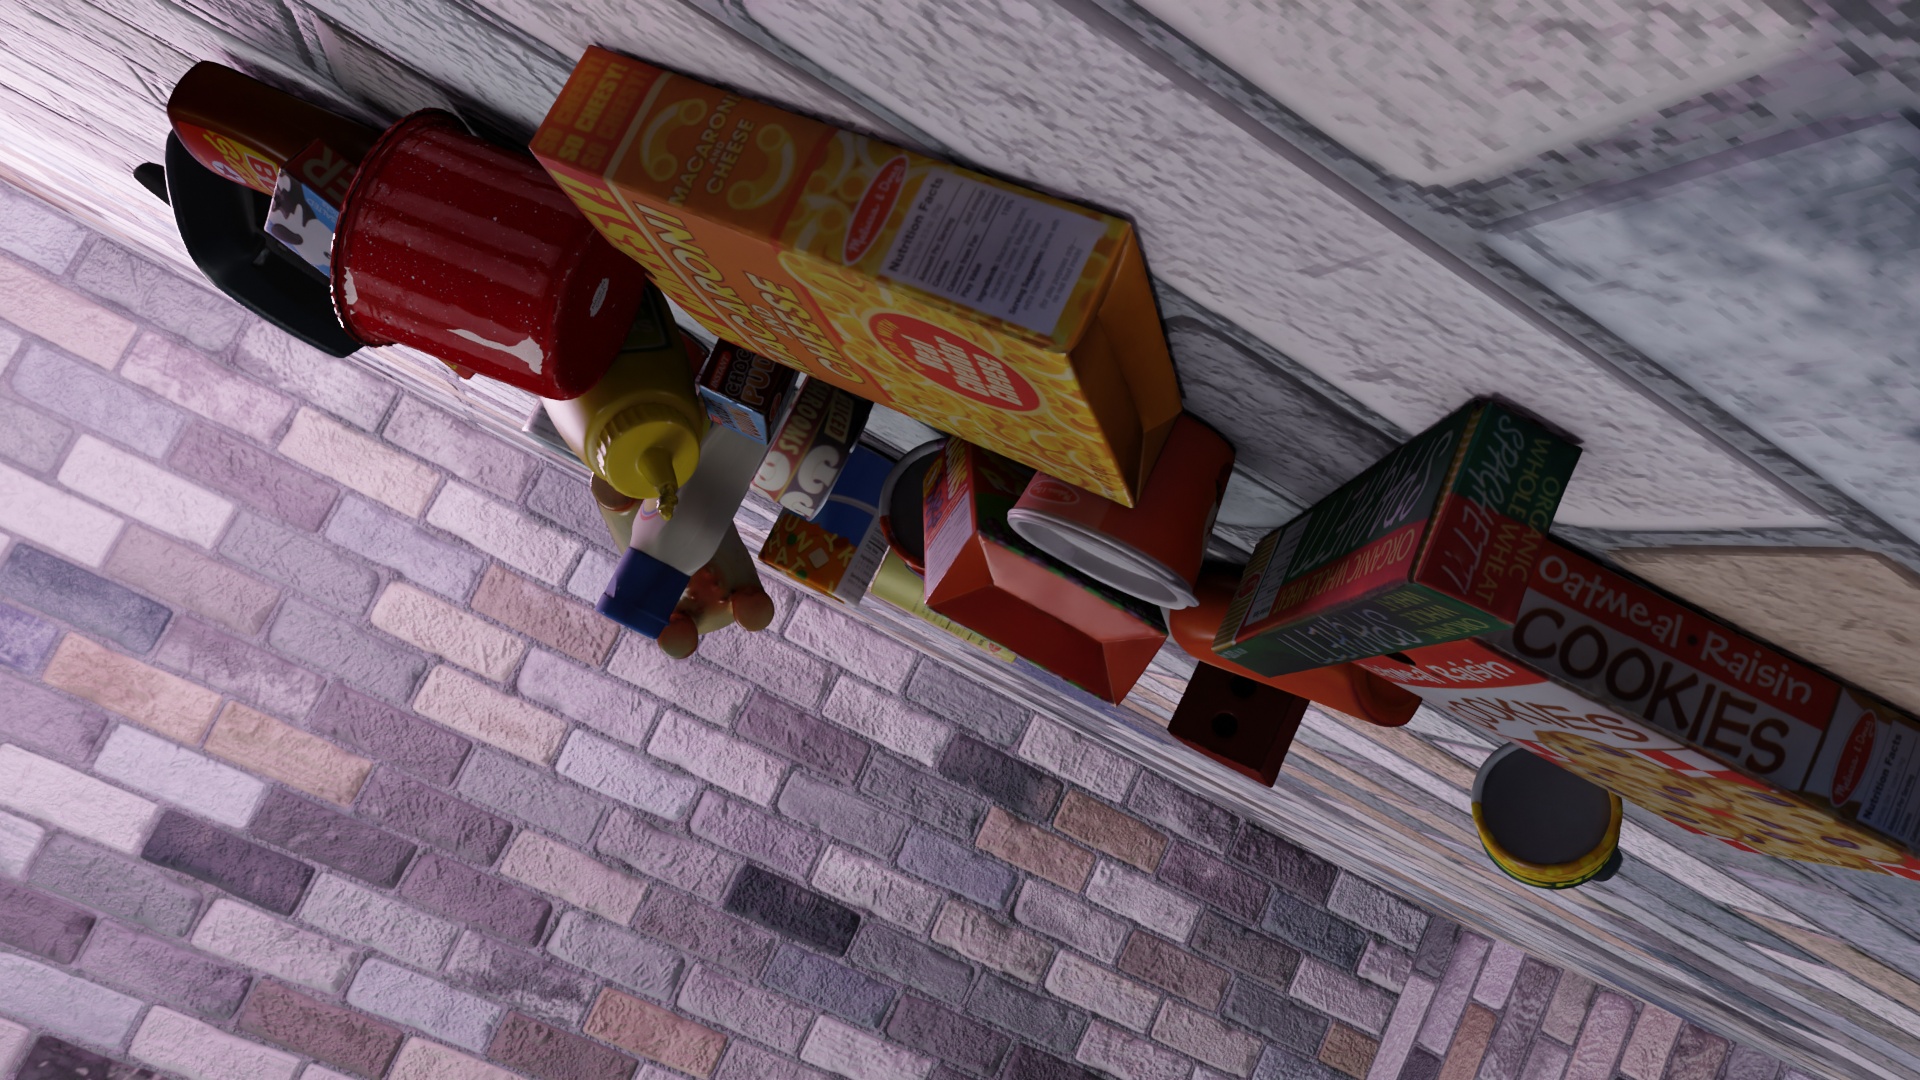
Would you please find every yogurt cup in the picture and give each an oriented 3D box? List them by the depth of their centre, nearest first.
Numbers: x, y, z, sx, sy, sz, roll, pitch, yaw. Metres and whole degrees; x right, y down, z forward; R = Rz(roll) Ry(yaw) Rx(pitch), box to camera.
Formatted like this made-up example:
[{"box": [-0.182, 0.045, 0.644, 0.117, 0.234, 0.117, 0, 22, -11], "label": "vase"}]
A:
[{"box": [0.057, -0.015, 0.468, 0.072, 0.054, 0.072, 26, 172, 4], "label": "yogurt cup"}]

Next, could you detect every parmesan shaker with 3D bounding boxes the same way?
[{"box": [0.003, 0.024, 0.893, 0.103, 0.071, 0.071, 27, 172, 1], "label": "parmesan shaker"}]

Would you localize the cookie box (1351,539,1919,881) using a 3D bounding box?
[{"box": [0.218, 0.054, 0.453, 0.167, 0.040, 0.123, 26, 173, -1], "label": "cookie box"}]

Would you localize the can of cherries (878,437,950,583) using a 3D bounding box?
[{"box": [0.002, -0.008, 0.655, 0.071, 0.071, 0.058, 24, 170, 18], "label": "can of cherries"}]

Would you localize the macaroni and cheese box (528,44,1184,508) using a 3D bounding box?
[{"box": [-0.024, -0.073, 0.405, 0.166, 0.040, 0.123, 23, 171, 20], "label": "macaroni and cheese box"}]

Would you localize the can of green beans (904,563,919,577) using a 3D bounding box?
[{"box": [0.013, 0.002, 0.718, 0.071, 0.058, 0.071, 26, 172, 4], "label": "can of green beans"}]

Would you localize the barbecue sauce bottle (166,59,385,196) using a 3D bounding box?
[{"box": [-0.272, -0.162, 0.613, 0.149, 0.044, 0.064, 24, 165, 14], "label": "barbecue sauce bottle"}]

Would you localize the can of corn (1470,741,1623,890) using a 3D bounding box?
[{"box": [0.282, 0.132, 0.663, 0.071, 0.071, 0.058, 22, 171, 29], "label": "can of corn"}]

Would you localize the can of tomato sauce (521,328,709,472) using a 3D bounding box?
[{"box": [-0.181, -0.078, 0.734, 0.071, 0.083, 0.071, 26, 172, 4], "label": "can of tomato sauce"}]

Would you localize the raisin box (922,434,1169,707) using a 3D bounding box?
[{"box": [0.030, 0.004, 0.556, 0.086, 0.040, 0.124, 27, -159, -14], "label": "raisin box"}]

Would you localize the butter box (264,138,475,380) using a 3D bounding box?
[{"box": [-0.237, -0.116, 0.582, 0.103, 0.024, 0.053, 39, 146, -14], "label": "butter box"}]

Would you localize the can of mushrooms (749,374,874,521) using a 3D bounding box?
[{"box": [-0.068, -0.046, 0.639, 0.033, 0.071, 0.071, 29, 172, -10], "label": "can of mushrooms"}]

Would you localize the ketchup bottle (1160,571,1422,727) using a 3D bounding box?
[{"box": [0.135, 0.041, 0.633, 0.064, 0.043, 0.149, 34, 169, -40], "label": "ketchup bottle"}]

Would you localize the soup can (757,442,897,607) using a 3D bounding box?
[{"box": [-0.073, -0.013, 0.810, 0.071, 0.084, 0.071, 26, 172, 4], "label": "soup can"}]

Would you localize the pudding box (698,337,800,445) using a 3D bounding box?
[{"box": [-0.083, -0.072, 0.570, 0.030, 0.050, 0.083, 24, 173, -5], "label": "pudding box"}]

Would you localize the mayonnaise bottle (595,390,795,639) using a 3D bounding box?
[{"box": [-0.140, -0.022, 0.727, 0.041, 0.148, 0.065, 31, 170, -31], "label": "mayonnaise bottle"}]

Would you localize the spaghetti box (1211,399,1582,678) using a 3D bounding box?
[{"box": [0.123, 0.011, 0.441, 0.029, 0.050, 0.249, 24, 172, 3], "label": "spaghetti box"}]

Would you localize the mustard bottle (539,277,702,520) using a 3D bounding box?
[{"box": [-0.139, -0.062, 0.576, 0.065, 0.048, 0.161, -9, -138, -25], "label": "mustard bottle"}]
